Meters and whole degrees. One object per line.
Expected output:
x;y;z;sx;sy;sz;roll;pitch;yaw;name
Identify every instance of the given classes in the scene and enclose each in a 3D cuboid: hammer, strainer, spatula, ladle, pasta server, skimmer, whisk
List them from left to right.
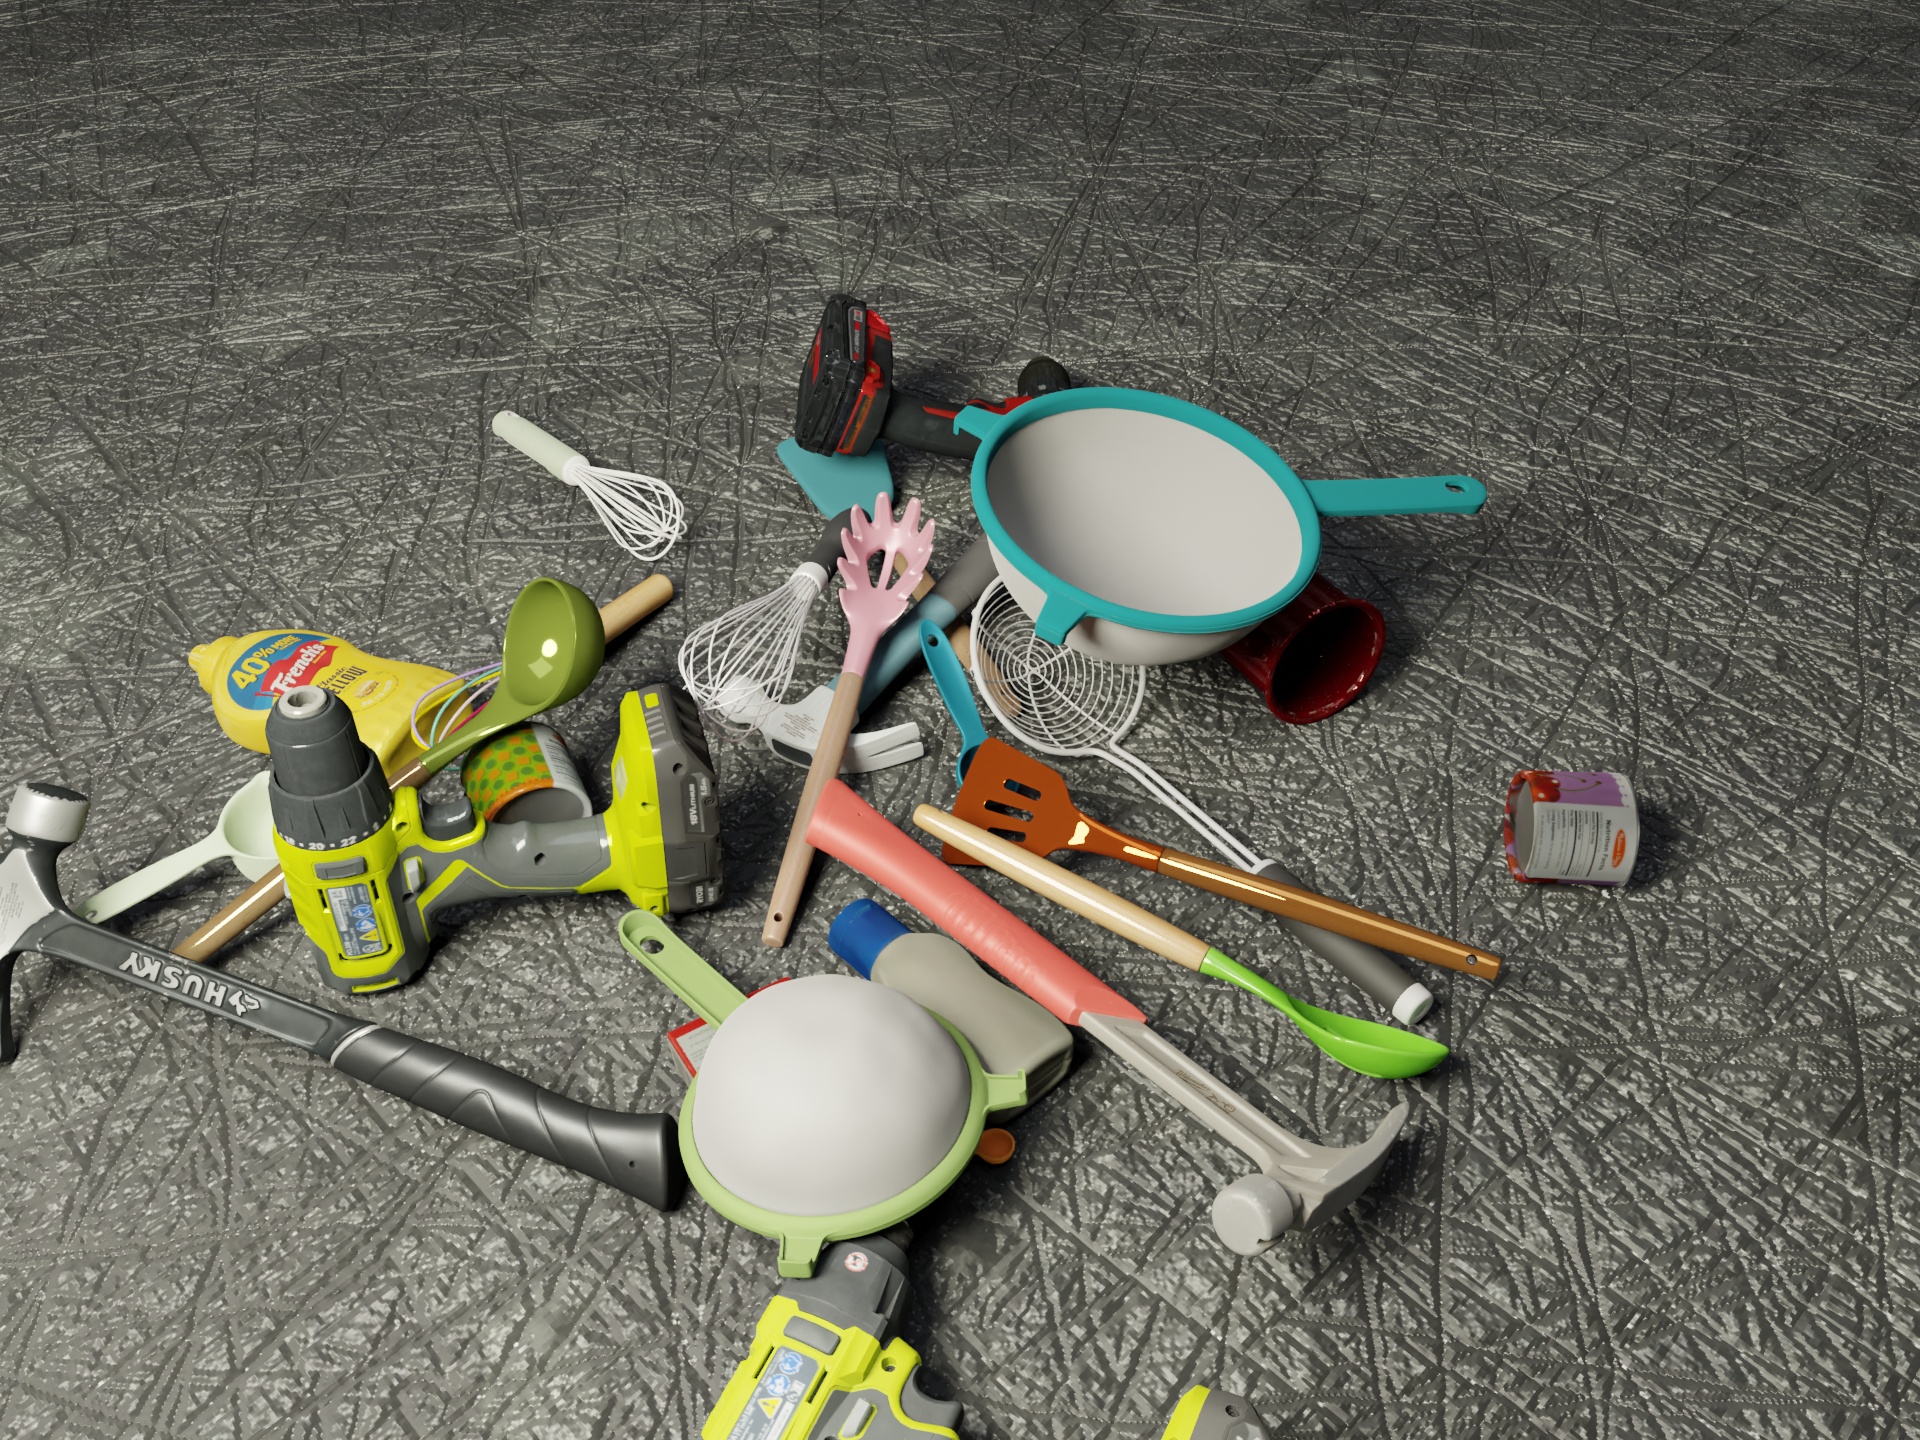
-0.329;0.165;0.814;0.409;0.036;0.149;18;89;10;hammer
-0.332;0.036;0.902;0.320;0.062;0.078;-41;49;-12;ladle
-0.263;-0.037;1.043;0.047;0.051;0.245;-3;26;32;whisk
-0.290;-0.188;1.221;0.247;0.059;0.057;33;16;36;whisk
-0.099;0.144;0.789;0.151;0.069;0.257;-31;44;-30;strainer
-0.108;-0.074;1.022;0.070;0.070;0.285;11;32;12;whisk
-0.073;-0.008;0.977;0.060;0.040;0.316;11;58;5;pasta server
-0.035;-0.111;1.131;0.082;0.044;0.318;-20;48;-17;spatula
-0.005;-0.087;1.073;0.128;0.033;0.331;31;63;28;hammer
0.055;0.133;0.832;0.359;0.036;0.149;34;28;31;hammer
0.140;0.033;0.938;0.127;0.090;0.364;-23;47;-30;skimmer
0.137;0.086;0.888;0.323;0.041;0.081;17;82;20;spatula
0.164;-0.108;0.987;0.340;0.095;0.211;-5;50;-18;strainer

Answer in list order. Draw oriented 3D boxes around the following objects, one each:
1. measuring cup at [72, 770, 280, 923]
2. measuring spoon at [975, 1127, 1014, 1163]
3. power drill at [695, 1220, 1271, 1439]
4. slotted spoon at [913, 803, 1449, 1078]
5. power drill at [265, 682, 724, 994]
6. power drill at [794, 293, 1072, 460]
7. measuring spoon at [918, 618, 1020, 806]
-0.433;0.087;0.932;0.167;0.038;0.083;-31;51;-25;measuring cup
-0.030;0.214;0.809;0.117;0.011;0.021;2;37;8;measuring spoon
0.008;0.308;0.660;0.223;0.080;0.171;15;45;21;power drill
0.110;0.118;0.863;0.314;0.031;0.070;26;6;18;slotted spoon
-0.250;0.050;0.860;0.228;0.190;0.080;-9;41;-15;power drill
-0.005;-0.245;1.213;0.226;0.080;0.188;16;40;-15;power drill
-0.002;-0.003;0.996;0.042;0.021;0.129;-15;74;-28;measuring spoon
